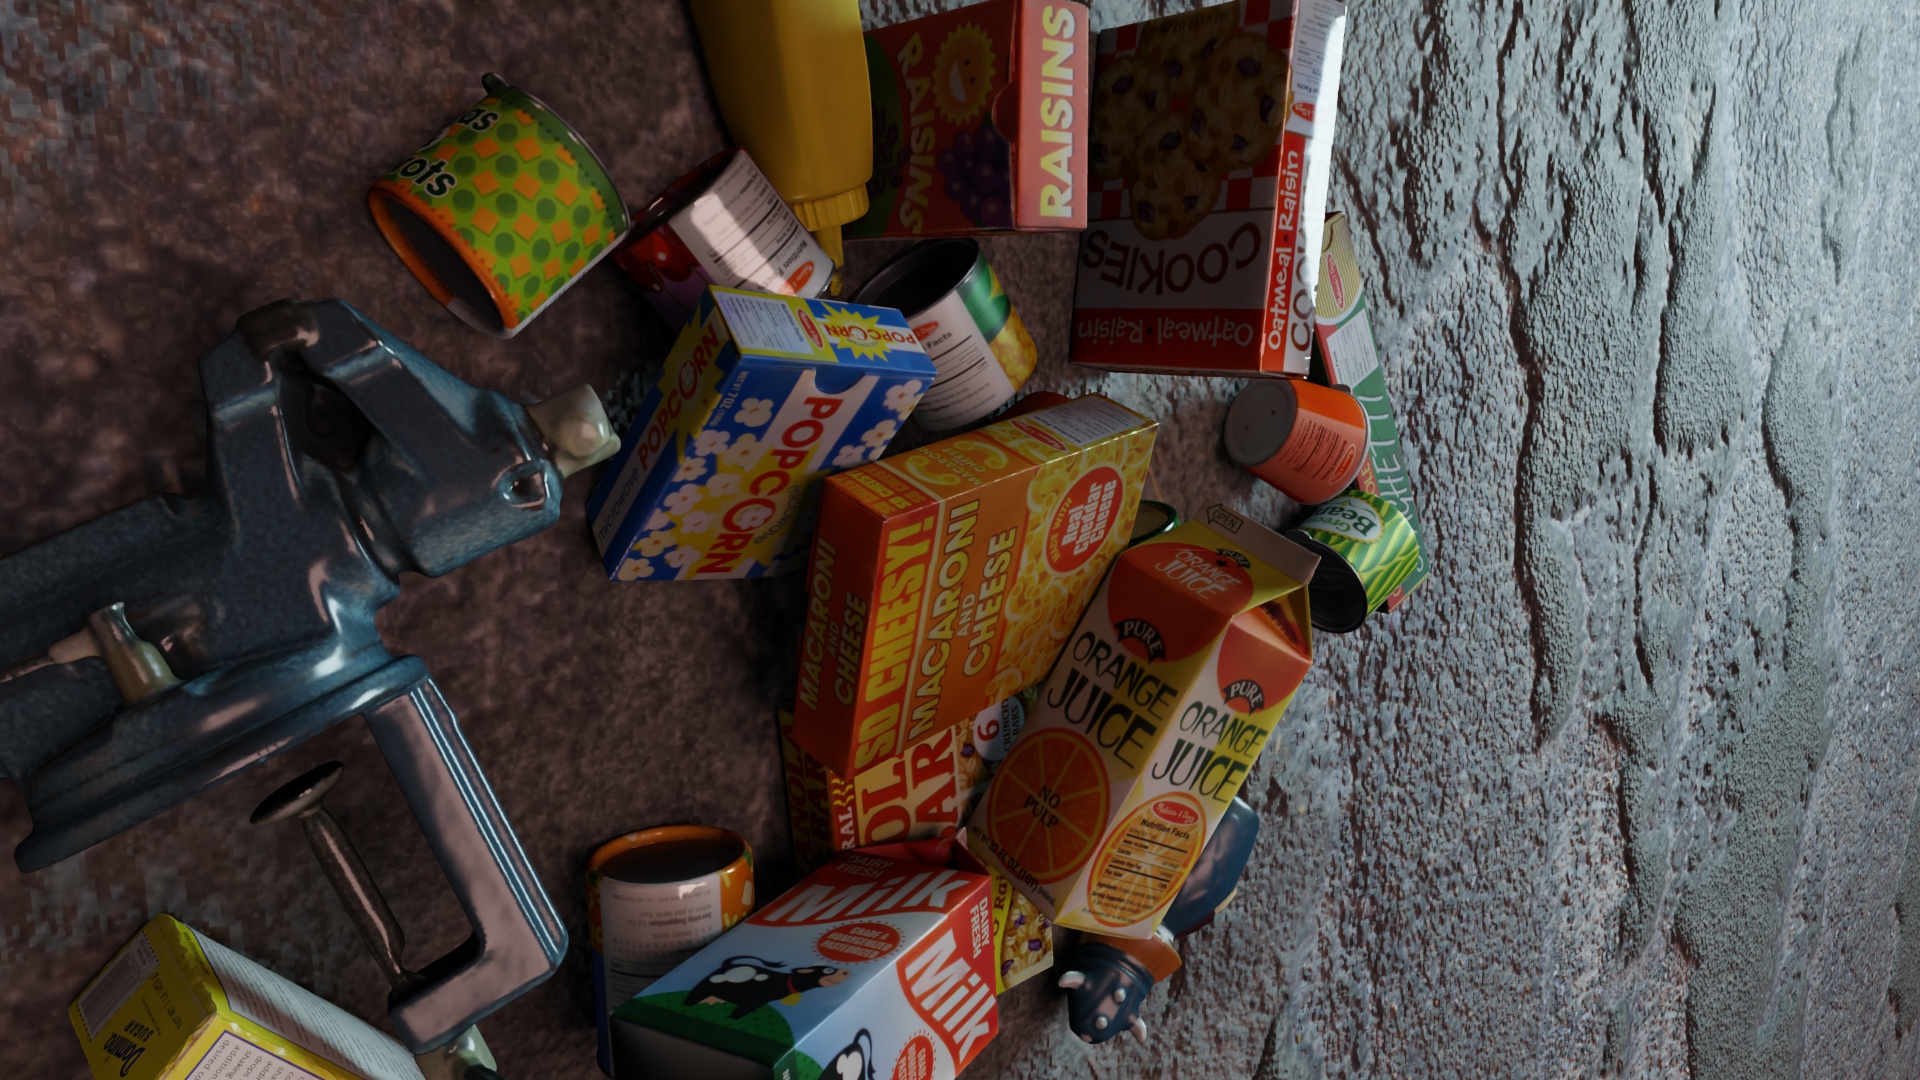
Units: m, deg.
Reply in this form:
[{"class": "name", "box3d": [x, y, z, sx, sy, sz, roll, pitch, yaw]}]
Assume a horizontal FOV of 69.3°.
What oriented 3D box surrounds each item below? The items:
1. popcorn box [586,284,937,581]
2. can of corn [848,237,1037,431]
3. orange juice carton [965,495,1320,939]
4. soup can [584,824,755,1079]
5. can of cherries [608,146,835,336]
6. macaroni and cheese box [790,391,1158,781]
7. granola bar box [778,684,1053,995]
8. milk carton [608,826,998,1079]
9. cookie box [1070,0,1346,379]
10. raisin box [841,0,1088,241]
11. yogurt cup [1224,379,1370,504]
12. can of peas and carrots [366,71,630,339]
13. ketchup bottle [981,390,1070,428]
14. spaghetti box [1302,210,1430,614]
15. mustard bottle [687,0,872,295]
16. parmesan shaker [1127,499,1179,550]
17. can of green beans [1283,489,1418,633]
[{"class": "popcorn box", "box3d": [-0.078, -0.036, 0.527, 0.085, 0.038, 0.126, 0, 142, -39]}, {"class": "can of corn", "box3d": [-0.007, -0.092, 0.608, 0.071, 0.071, 0.058, -48, 125, -23]}, {"class": "orange juice carton", "box3d": [0.089, 0.076, 0.627, 0.073, 0.072, 0.192, 26, 95, -43]}, {"class": "soup can", "box3d": [-0.115, 0.164, 0.560, 0.071, 0.071, 0.083, -9, 102, -39]}, {"class": "can of cherries", "box3d": [-0.093, -0.107, 0.532, 0.072, 0.071, 0.058, -51, 119, -21]}, {"class": "macaroni and cheese box", "box3d": [0.007, 0.015, 0.587, 0.167, 0.040, 0.123, -21, 131, -43]}, {"class": "granola bar box", "box3d": [-0.017, 0.142, 0.653, 0.124, 0.039, 0.165, -14, 106, -38]}, {"class": "milk carton", "box3d": [-0.042, 0.179, 0.543, 0.191, 0.073, 0.072, -20, 111, -59]}, {"class": "cookie box", "box3d": [0.114, -0.162, 0.658, 0.040, 0.123, 0.167, 0, 97, -39]}, {"class": "raisin box", "box3d": [-0.004, -0.166, 0.560, 0.040, 0.123, 0.086, -7, 102, -39]}, {"class": "yogurt cup", "box3d": [0.185, -0.059, 0.773, 0.054, 0.072, 0.072, 18, 86, -32]}, {"class": "can of peas and carrots", "box3d": [-0.159, -0.114, 0.476, 0.059, 0.071, 0.070, -49, 124, -22]}, {"class": "ketchup bottle", "box3d": [0.002, -0.008, 0.642, 0.149, 0.043, 0.064, -38, 125, -28]}, {"class": "spaghetti box", "box3d": [0.234, -0.071, 0.834, 0.050, 0.028, 0.249, -37, 118, -30]}, {"class": "mustard bottle", "box3d": [-0.066, -0.175, 0.549, 0.049, 0.065, 0.159, -31, 122, -37]}, {"class": "parmesan shaker", "box3d": [0.089, 0.038, 0.703, 0.071, 0.071, 0.102, -27, 113, -34]}, {"class": "can of green beans", "box3d": [0.225, 0.012, 0.816, 0.058, 0.071, 0.071, -37, 119, -30]}]
